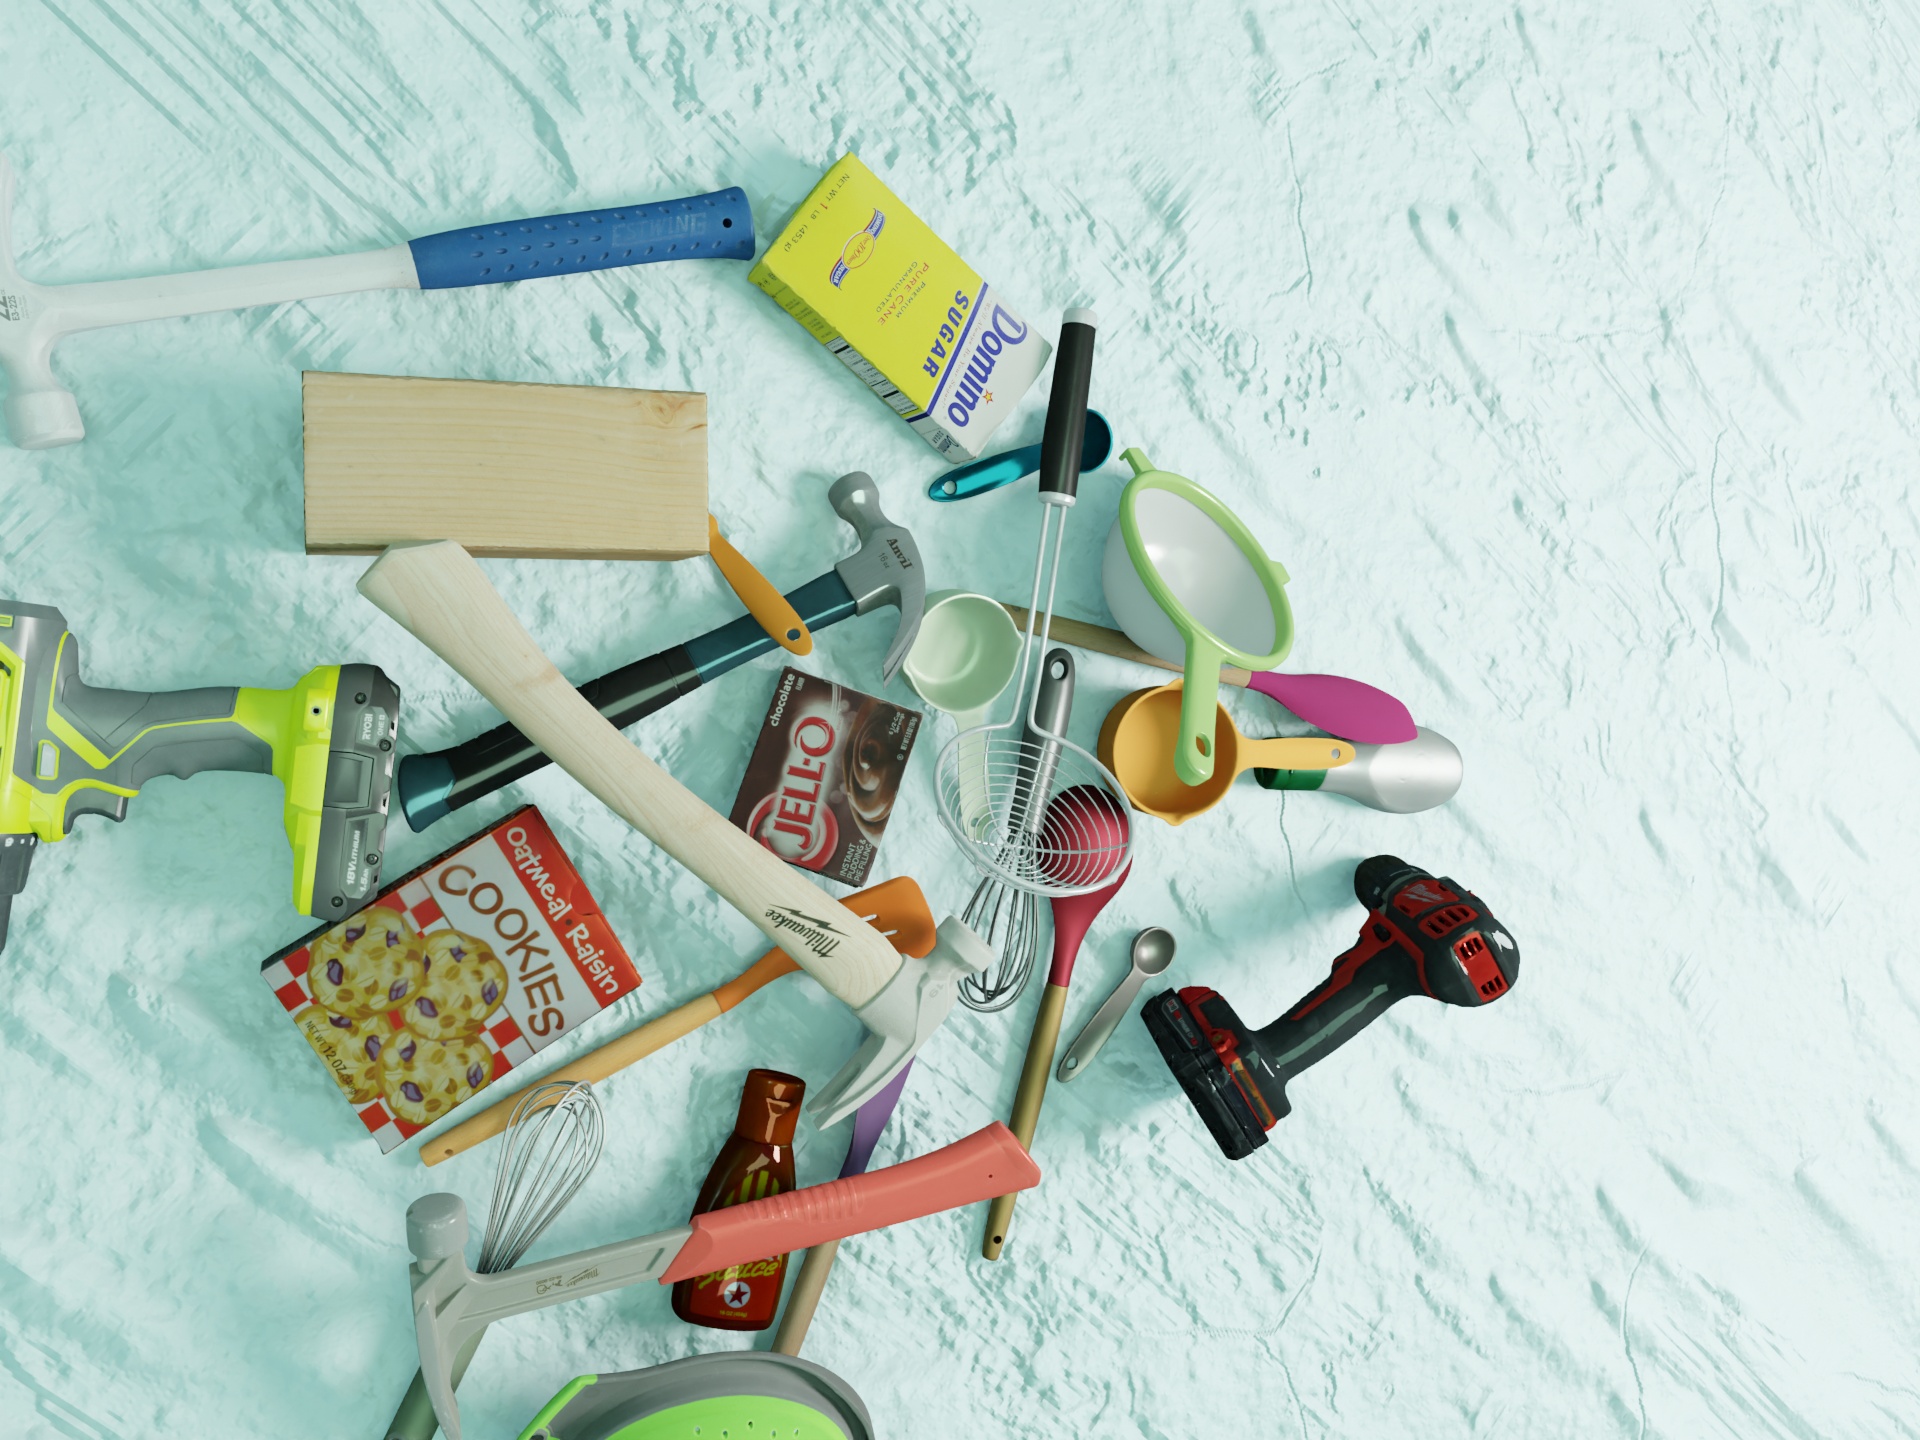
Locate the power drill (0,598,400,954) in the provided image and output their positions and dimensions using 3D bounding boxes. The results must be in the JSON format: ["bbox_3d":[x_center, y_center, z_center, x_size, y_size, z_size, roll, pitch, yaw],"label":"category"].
[{"bbox_3d":[-0.417,0.042,0.822,0.228,0.080,0.190,6,89,-19],"label":"power drill"}]

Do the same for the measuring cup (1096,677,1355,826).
[{"bbox_3d":[0.174,0.020,1.057,0.173,0.052,0.095,1,91,-16],"label":"measuring cup"}]

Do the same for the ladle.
[{"bbox_3d":[0.056,0.197,1.039,0.069,0.031,0.315,14,88,-15],"label":"ladle"}]

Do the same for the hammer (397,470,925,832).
[{"bbox_3d":[-0.169,-0.028,0.922,0.331,0.033,0.128,-27,70,-13],"label":"hammer"}]

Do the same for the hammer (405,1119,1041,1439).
[{"bbox_3d":[-0.124,0.302,0.909,0.359,0.037,0.149,-8,110,-20],"label":"hammer"}]

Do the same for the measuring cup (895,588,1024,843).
[{"bbox_3d":[-0.002,-0.003,1.009,0.083,0.038,0.167,-13,112,-22],"label":"measuring cup"}]

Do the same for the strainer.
[{"bbox_3d":[0.133,-0.046,0.989,0.151,0.069,0.257,34,41,-21],"label":"strainer"}]

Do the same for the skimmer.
[{"bbox_3d":[0.061,-0.078,0.948,0.127,0.090,0.363,10,83,-18],"label":"skimmer"}]

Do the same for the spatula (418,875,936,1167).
[{"bbox_3d":[-0.164,0.184,0.943,0.322,0.041,0.081,-26,125,-17],"label":"spatula"}]

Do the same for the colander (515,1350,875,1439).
[{"bbox_3d":[-0.077,0.493,0.930,0.396,0.095,0.204,29,108,-29],"label":"colander"}]

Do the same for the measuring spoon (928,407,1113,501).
[{"bbox_3d":[0.037,-0.167,1.027,0.128,0.021,0.042,-21,104,-10],"label":"measuring spoon"}]

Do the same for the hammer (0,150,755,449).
[{"bbox_3d":[-0.313,-0.254,0.872,0.405,0.035,0.144,-14,97,-20],"label":"hammer"}]

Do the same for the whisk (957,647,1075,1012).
[{"bbox_3d":[0.038,0.069,1.017,0.055,0.055,0.239,15,83,-21],"label":"whisk"}]

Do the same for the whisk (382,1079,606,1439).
[{"bbox_3d":[-0.266,0.313,0.898,0.058,0.059,0.246,27,91,11],"label":"whisk"}]

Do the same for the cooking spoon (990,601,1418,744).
[{"bbox_3d":[0.169,-0.035,1.066,0.318,0.069,0.017,13,130,-16],"label":"cooking spoon"}]

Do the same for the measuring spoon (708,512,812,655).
[{"bbox_3d":[-0.123,-0.081,0.922,0.021,0.011,0.117,-35,71,-16],"label":"measuring spoon"}]

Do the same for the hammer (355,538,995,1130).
[{"bbox_3d":[-0.163,0.060,0.872,0.146,0.038,0.410,-48,112,-5],"label":"hammer"}]

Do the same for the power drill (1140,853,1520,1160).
[{"bbox_3d":[0.237,0.172,1.050,0.226,0.188,0.080,-32,104,2],"label":"power drill"}]

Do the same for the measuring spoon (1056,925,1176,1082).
[{"bbox_3d":[0.100,0.189,1.064,0.034,0.018,0.124,39,85,-28],"label":"measuring spoon"}]

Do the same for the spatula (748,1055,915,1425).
[{"bbox_3d":[-0.079,0.310,0.986,0.059,0.018,0.316,26,84,-63],"label":"spatula"}]
